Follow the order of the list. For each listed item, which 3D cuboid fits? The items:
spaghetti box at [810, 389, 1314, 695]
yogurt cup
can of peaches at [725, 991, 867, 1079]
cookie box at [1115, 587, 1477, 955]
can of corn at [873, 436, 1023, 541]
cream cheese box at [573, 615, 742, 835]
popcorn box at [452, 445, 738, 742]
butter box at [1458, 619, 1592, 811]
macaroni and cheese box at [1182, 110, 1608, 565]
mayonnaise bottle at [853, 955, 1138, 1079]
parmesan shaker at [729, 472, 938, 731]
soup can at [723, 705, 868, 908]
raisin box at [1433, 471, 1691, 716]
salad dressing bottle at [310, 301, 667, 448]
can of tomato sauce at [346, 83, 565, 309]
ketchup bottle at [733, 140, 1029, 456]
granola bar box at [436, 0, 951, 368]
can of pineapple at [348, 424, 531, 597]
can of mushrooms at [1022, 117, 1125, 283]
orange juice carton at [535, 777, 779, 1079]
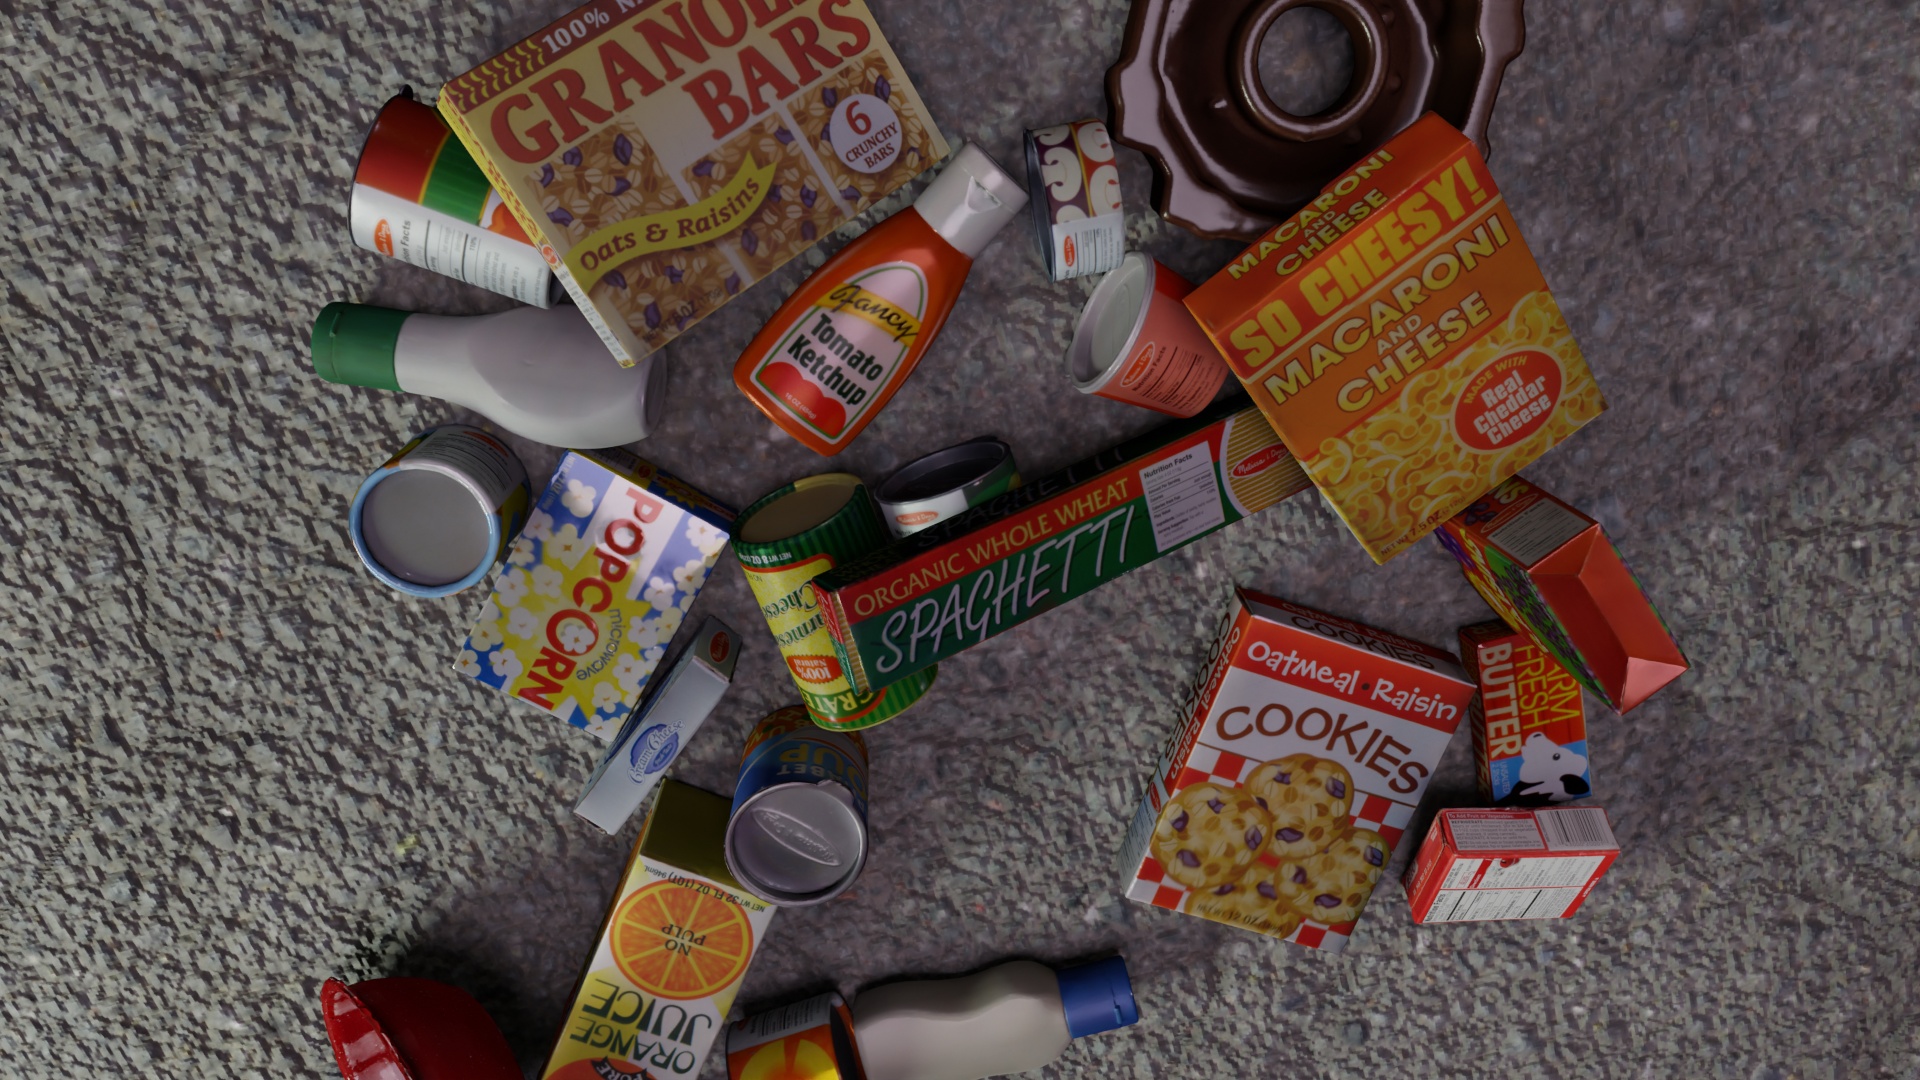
[{"bbox_3d":[0.053,-0.006,0.616,0.251,0.029,0.050,-24,110,-21],"label":"spaghetti box"},{"bbox_3d":[0.088,-0.089,0.624,0.054,0.072,0.072,21,107,-18],"label":"yogurt cup"},{"bbox_3d":[-0.085,0.282,0.736,0.058,0.071,0.071,-19,109,3],"label":"can of peaches"},{"bbox_3d":[0.168,0.119,0.711,0.123,0.040,0.166,17,108,-9],"label":"cookie box"},{"bbox_3d":[0.002,-0.008,0.647,0.071,0.071,0.058,-19,110,4],"label":"can of corn"},{"bbox_3d":[-0.145,0.090,0.676,0.024,0.053,0.103,36,103,-12],"label":"cream cheese box"},{"bbox_3d":[-0.172,0.022,0.660,0.085,0.038,0.126,28,105,-13],"label":"popcorn box"},{"bbox_3d":[0.291,0.088,0.715,0.053,0.024,0.103,-14,109,1],"label":"butter box"},{"bbox_3d":[0.189,-0.080,0.597,0.123,0.040,0.166,-37,127,12],"label":"macaroni and cheese box"},{"bbox_3d":[0.020,0.259,0.749,0.148,0.041,0.064,-14,110,0],"label":"mayonnaise bottle"},{"bbox_3d":[-0.061,0.028,0.649,0.071,0.071,0.102,-20,115,4],"label":"parmesan shaker"},{"bbox_3d":[-0.076,0.125,0.675,0.071,0.084,0.071,-1,109,-3],"label":"soup can"},{"bbox_3d":[0.266,0.016,0.636,0.040,0.124,0.086,-37,107,8],"label":"raisin box"},{"bbox_3d":[-0.208,-0.078,0.617,0.148,0.043,0.064,9,69,0],"label":"salad dressing bottle"},{"bbox_3d":[-0.204,-0.144,0.589,0.083,0.071,0.071,18,107,-10],"label":"can of tomato sauce"},{"bbox_3d":[-0.032,-0.109,0.617,0.064,0.044,0.148,39,105,-16],"label":"ketchup bottle"},{"bbox_3d":[-0.104,-0.167,0.565,0.166,0.039,0.124,-38,108,-18],"label":"granola bar box"},{"bbox_3d":[-0.237,-0.012,0.634,0.071,0.058,0.070,-1,109,-3],"label":"can of pineapple"},{"bbox_3d":[0.049,-0.149,0.601,0.033,0.071,0.070,-11,109,1],"label":"can of mushrooms"},{"bbox_3d":[-0.158,0.228,0.711,0.072,0.073,0.192,22,106,-10],"label":"orange juice carton"}]
